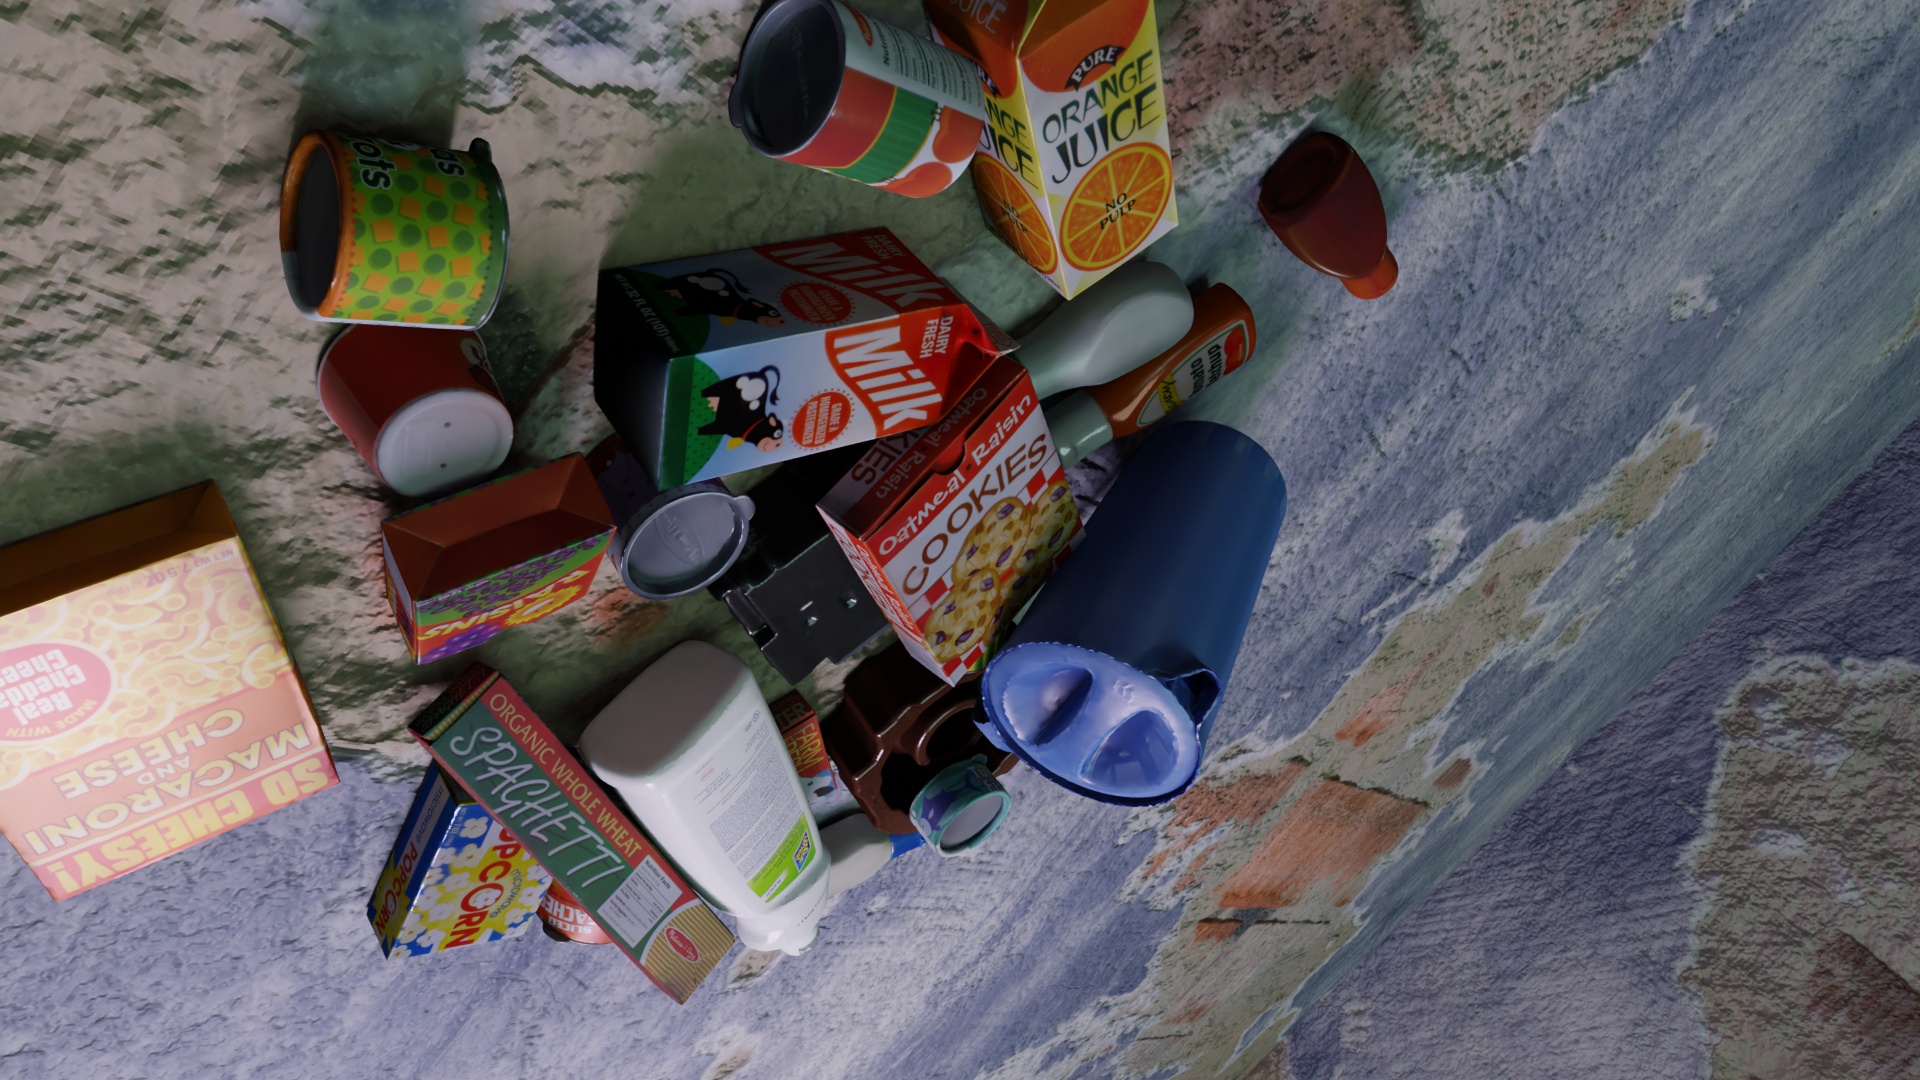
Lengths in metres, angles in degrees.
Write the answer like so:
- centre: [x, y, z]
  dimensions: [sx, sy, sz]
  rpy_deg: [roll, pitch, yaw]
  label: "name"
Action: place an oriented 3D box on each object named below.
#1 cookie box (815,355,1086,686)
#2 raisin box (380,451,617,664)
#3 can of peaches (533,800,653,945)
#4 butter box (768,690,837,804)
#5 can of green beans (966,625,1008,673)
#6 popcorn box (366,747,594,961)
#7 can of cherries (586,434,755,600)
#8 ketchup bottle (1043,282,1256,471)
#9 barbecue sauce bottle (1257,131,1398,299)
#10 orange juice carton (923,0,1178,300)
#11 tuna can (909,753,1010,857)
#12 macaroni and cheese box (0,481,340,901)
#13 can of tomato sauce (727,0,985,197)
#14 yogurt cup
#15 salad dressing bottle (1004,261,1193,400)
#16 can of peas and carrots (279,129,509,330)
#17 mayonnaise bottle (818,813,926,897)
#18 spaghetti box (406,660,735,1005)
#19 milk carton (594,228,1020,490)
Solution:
- centre: [0.003, -0.009, 0.750]
  dimensions: [0.123, 0.040, 0.166]
  rpy_deg: [-47, 148, -14]
  label: "cookie box"
- centre: [-0.204, 0.011, 0.609]
  dimensions: [0.086, 0.040, 0.123]
  rpy_deg: [-24, 174, -26]
  label: "raisin box"
- centre: [-0.217, 0.199, 0.833]
  dimensions: [0.071, 0.071, 0.057]
  rpy_deg: [2, 126, -47]
  label: "can of peaches"
- centre: [-0.115, 0.145, 0.916]
  dimensions: [0.053, 0.024, 0.103]
  rpy_deg: [-29, 145, -17]
  label: "butter box"
- centre: [0.000, 0.041, 0.877]
  dimensions: [0.071, 0.071, 0.057]
  rpy_deg: [-13, 137, -36]
  label: "can of green beans"
- centre: [-0.268, 0.174, 0.780]
  dimensions: [0.085, 0.038, 0.126]
  rpy_deg: [2, 127, -47]
  label: "popcorn box"
- centre: [-0.143, -0.016, 0.673]
  dimensions: [0.072, 0.058, 0.071]
  rpy_deg: [-26, 143, -22]
  label: "can of cherries"
- centre: [0.112, -0.097, 0.854]
  dimensions: [0.149, 0.043, 0.064]
  rpy_deg: [-34, 152, -11]
  label: "ketchup bottle"
- centre: [0.239, -0.195, 0.872]
  dimensions: [0.064, 0.044, 0.148]
  rpy_deg: [-49, 147, 11]
  label: "barbecue sauce bottle"
- centre: [0.042, -0.208, 0.629]
  dimensions: [0.073, 0.072, 0.191]
  rpy_deg: [-36, 147, -10]
  label: "orange juice carton"
- centre: [0.002, 0.186, 0.971]
  dimensions: [0.071, 0.033, 0.070]
  rpy_deg: [-27, 143, -23]
  label: "tuna can"
- centre: [-0.344, 0.066, 0.577]
  dimensions: [0.124, 0.040, 0.165]
  rpy_deg: [-23, 142, -26]
  label: "macaroni and cheese box"
- centre: [-0.042, -0.182, 0.579]
  dimensions: [0.083, 0.071, 0.071]
  rpy_deg: [3, 127, -48]
  label: "can of tomato sauce"
- centre: [-0.216, -0.053, 0.559]
  dimensions: [0.072, 0.054, 0.072]
  rpy_deg: [-26, 143, -21]
  label: "yogurt cup"
- centre: [0.062, -0.109, 0.790]
  dimensions: [0.148, 0.044, 0.064]
  rpy_deg: [-28, 145, -17]
  label: "salad dressing bottle"
- centre: [-0.202, -0.112, 0.496]
  dimensions: [0.059, 0.071, 0.070]
  rpy_deg: [-3, 131, -43]
  label: "can of peas and carrots"
- centre: [-0.091, 0.235, 1.030]
  dimensions: [0.149, 0.041, 0.064]
  rpy_deg: [-18, 142, -33]
  label: "mayonnaise bottle"
- centre: [-0.204, 0.164, 0.756]
  dimensions: [0.050, 0.029, 0.249]
  rpy_deg: [-48, 130, -25]
  label: "spaghetti box"
- centre: [-0.067, -0.092, 0.650]
  dimensions: [0.191, 0.072, 0.073]
  rpy_deg: [-17, 139, -33]
  label: "milk carton"
